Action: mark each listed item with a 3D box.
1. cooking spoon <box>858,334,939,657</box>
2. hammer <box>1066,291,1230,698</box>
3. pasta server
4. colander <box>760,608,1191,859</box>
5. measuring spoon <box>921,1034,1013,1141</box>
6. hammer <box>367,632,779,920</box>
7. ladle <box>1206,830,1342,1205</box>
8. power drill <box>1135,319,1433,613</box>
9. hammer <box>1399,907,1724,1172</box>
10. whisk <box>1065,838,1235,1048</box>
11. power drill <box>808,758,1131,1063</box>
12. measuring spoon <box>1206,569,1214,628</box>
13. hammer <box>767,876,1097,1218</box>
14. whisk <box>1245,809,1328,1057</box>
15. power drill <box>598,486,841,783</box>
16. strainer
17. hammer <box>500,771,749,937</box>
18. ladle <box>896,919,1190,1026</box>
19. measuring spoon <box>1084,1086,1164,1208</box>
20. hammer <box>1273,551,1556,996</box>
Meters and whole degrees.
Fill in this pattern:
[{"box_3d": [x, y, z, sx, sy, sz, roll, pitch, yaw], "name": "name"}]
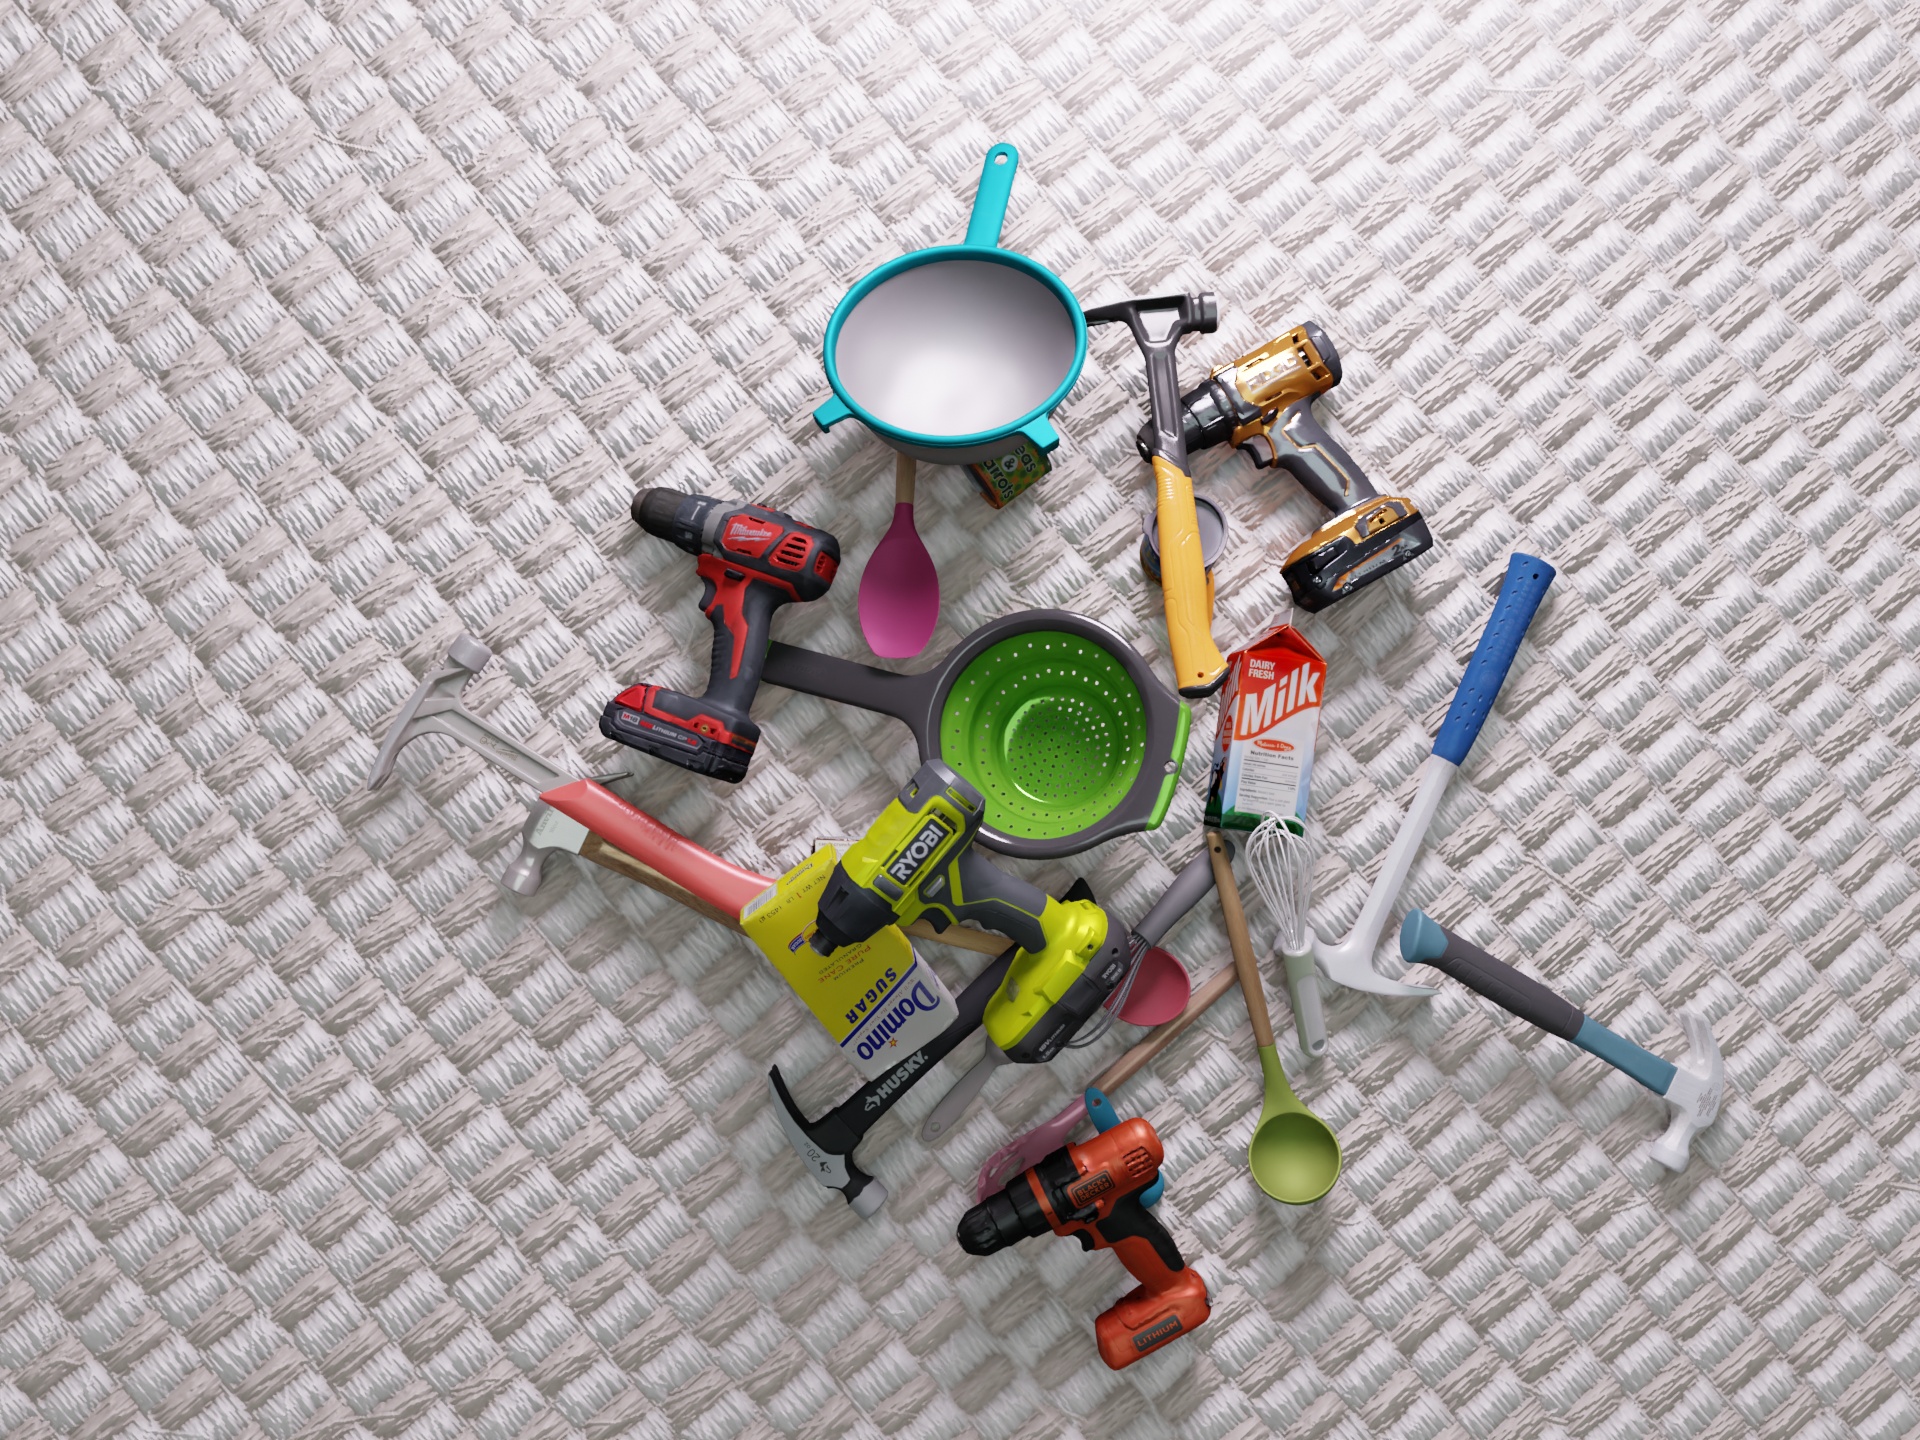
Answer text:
[{"box_3d": [-0.046, -0.205, 1.340, 0.069, 0.017, 0.319, 0, 76, 10], "name": "cooking spoon"}, {"box_3d": [0.166, -0.183, 1.289, 0.127, 0.034, 0.337, -6, 80, 0], "name": "hammer"}, {"box_3d": [0.135, 0.307, 1.352, 0.316, 0.040, 0.060, -40, 112, -5], "name": "pasta server"}, {"box_3d": [-0.002, -0.004, 1.341, 0.397, 0.094, 0.204, 15, 85, 16], "name": "colander"}, {"box_3d": [0.010, 0.311, 1.355, 0.034, 0.018, 0.124, 41, 87, -1], "name": "measuring spoon"}, {"box_3d": [-0.299, 0.083, 1.306, 0.359, 0.037, 0.149, 32, 88, -2], "name": "hammer"}, {"box_3d": [0.252, 0.250, 1.337, 0.078, 0.062, 0.320, -14, 93, 6], "name": "ladle"}, {"box_3d": [0.274, -0.205, 1.358, 0.185, 0.084, 0.226, -28, 85, -3], "name": "power drill"}, {"box_3d": [0.512, 0.256, 1.354, 0.331, 0.033, 0.128, 30, 85, -10], "name": "hammer"}, {"box_3d": [0.154, 0.184, 1.331, 0.055, 0.055, 0.239, 46, 70, -1], "name": "whisk"}, {"box_3d": [0.006, 0.159, 1.227, 0.223, 0.080, 0.171, 40, 92, -19], "name": "power drill"}, {"box_3d": [0.208, -0.078, 1.382, 0.021, 0.011, 0.117, 6, 87, -3], "name": "measuring spoon"}, {"box_3d": [-0.012, 0.254, 1.331, 0.335, 0.035, 0.146, -44, 90, 3], "name": "hammer"}, {"box_3d": [0.278, 0.181, 1.319, 0.058, 0.059, 0.246, -21, 116, -11], "name": "whisk"}, {"box_3d": [-0.219, -0.079, 1.320, 0.188, 0.080, 0.227, 20, 86, 17], "name": "power drill"}, {"box_3d": [0.010, -0.335, 1.328, 0.211, 0.095, 0.341, 7, 60, 9], "name": "strainer"}, {"box_3d": [-0.211, 0.147, 1.343, 0.331, 0.031, 0.130, 25, 87, -2], "name": "hammer"}, {"box_3d": [0.041, 0.196, 1.357, 0.315, 0.031, 0.069, 14, 79, 0], "name": "ladle"}, {"box_3d": [0.137, 0.362, 1.338, 0.042, 0.021, 0.128, -30, 109, -8], "name": "measuring spoon"}, {"box_3d": [0.419, 0.047, 1.376, 0.144, 0.035, 0.405, 26, 87, -1], "name": "hammer"}]
